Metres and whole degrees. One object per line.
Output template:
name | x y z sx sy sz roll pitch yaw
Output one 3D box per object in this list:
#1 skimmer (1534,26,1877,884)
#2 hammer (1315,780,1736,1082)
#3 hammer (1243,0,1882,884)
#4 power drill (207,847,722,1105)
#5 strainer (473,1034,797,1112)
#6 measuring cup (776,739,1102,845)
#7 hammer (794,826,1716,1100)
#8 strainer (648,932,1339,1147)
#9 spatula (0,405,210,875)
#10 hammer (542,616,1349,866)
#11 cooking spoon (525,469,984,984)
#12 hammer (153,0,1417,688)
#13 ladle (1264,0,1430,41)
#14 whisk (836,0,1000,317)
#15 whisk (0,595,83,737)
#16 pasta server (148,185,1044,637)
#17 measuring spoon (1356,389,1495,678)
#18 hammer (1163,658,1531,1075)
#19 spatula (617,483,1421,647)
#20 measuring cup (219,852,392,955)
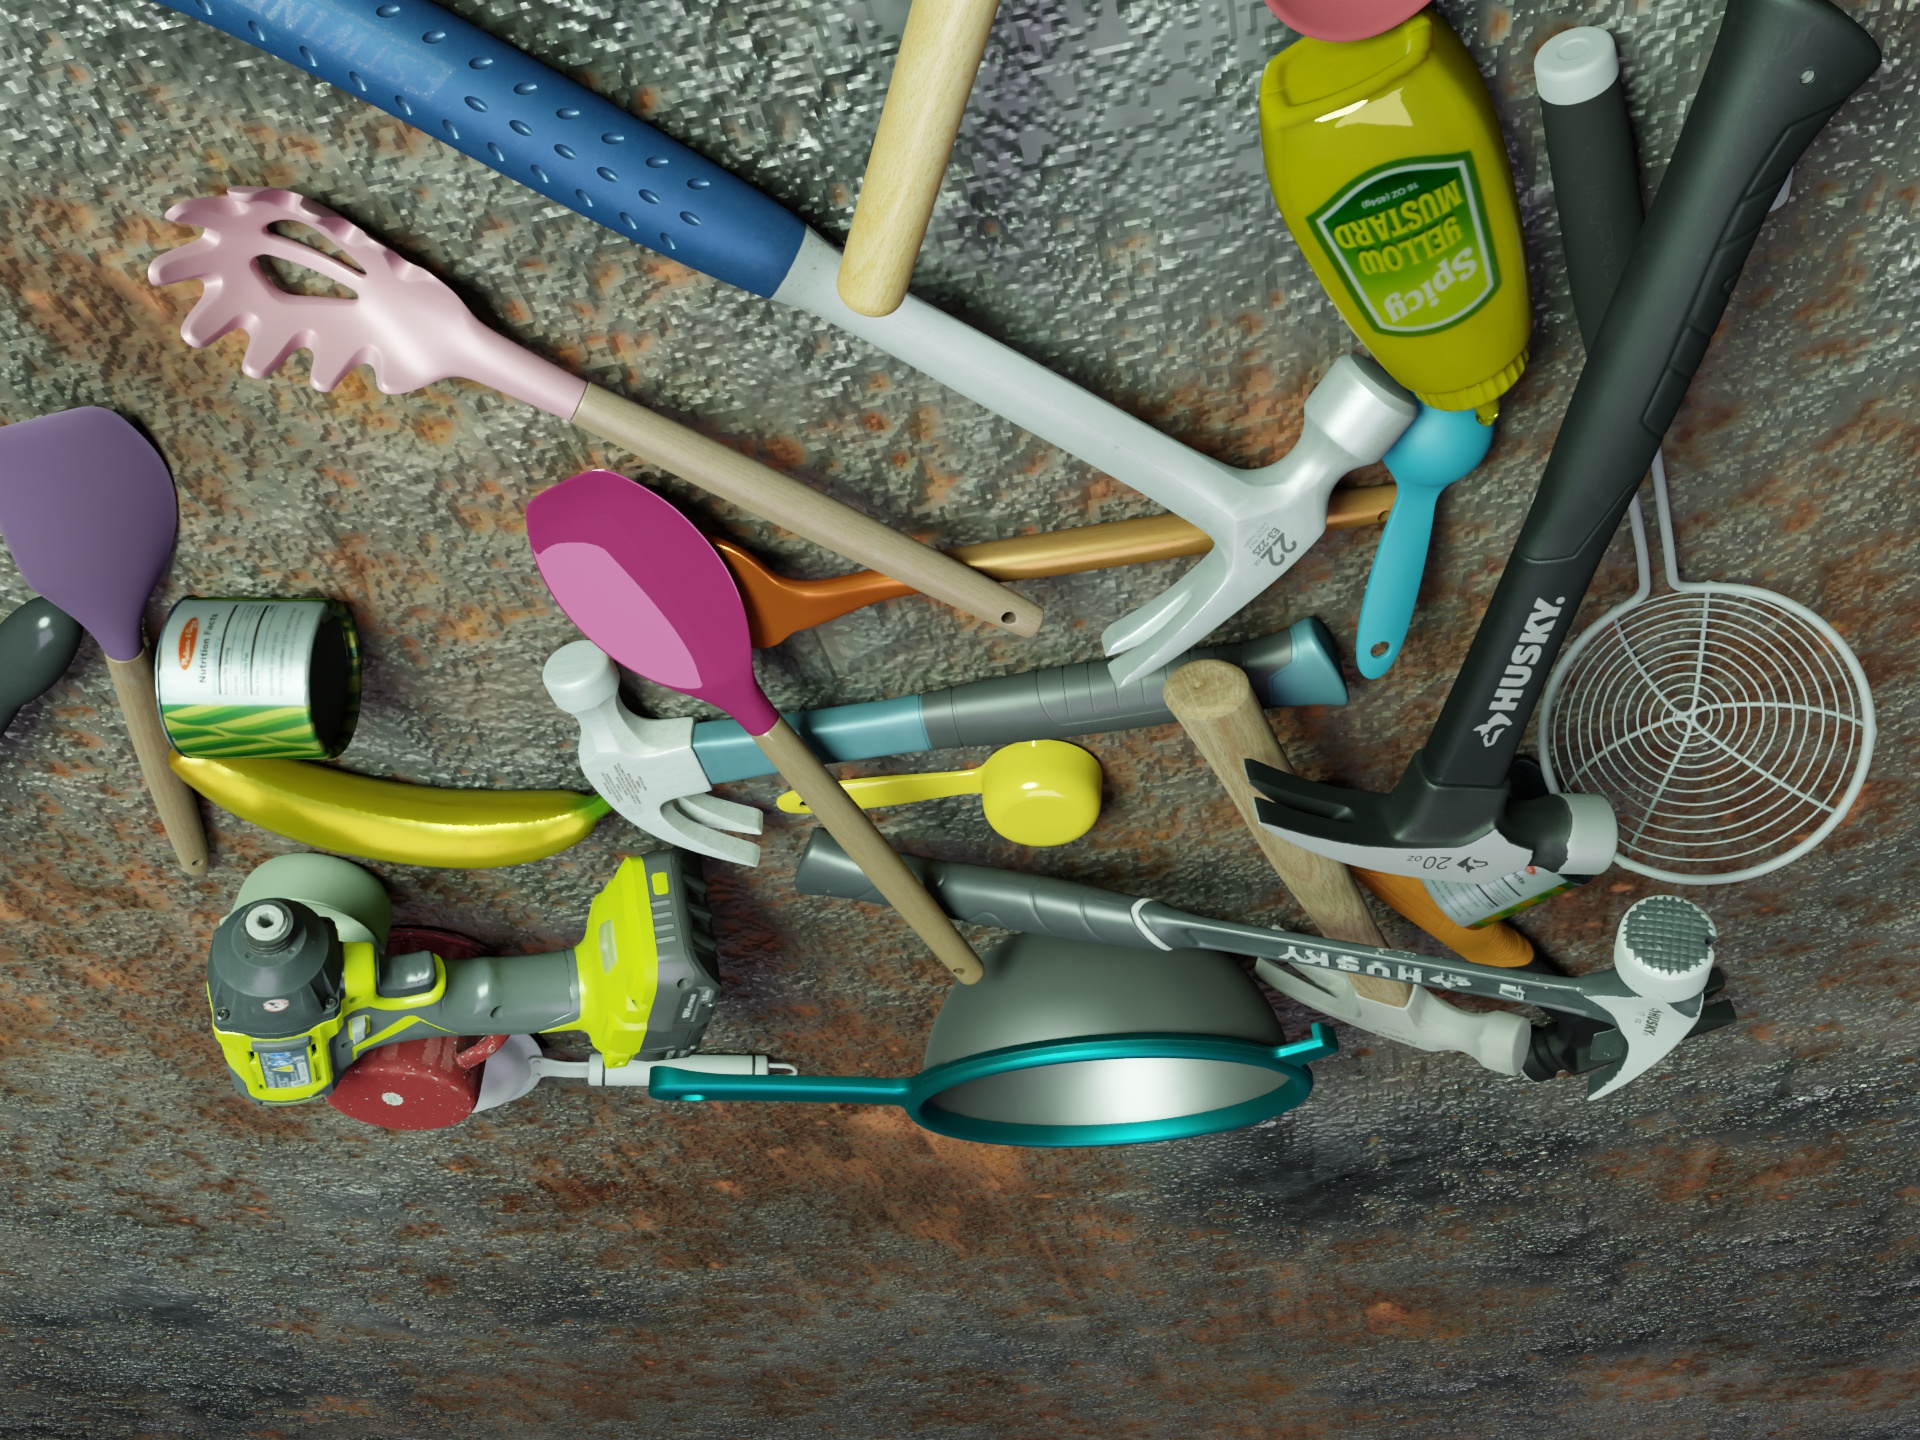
skimmer | 0.251 -0.067 0.563 0.127 0.090 0.362 -16 140 20
hammer | 0.282 0.112 0.843 0.127 0.034 0.336 -30 134 33
hammer | 0.196 -0.069 0.519 0.146 0.035 0.334 3 132 -6
power drill | -0.235 0.122 0.759 0.223 0.080 0.171 -4 151 -21
strainer | -0.228 0.212 0.961 0.258 0.050 0.086 2 128 -10
measuring cup | -0.011 0.041 0.749 0.156 0.029 0.062 -6 142 6
hammer | 0.110 0.097 0.719 0.409 0.036 0.149 8 150 21
strainer | 0.011 0.157 0.836 0.340 0.095 0.210 2 154 -6
spatula | -0.345 -0.016 0.671 0.060 0.018 0.315 -23 155 -29
hammer | -0.001 -0.002 0.686 0.331 0.033 0.128 -8 135 8
cooking spoon | -0.069 0.018 0.667 0.069 0.017 0.318 -21 128 20
hammer | -0.048 -0.134 0.500 0.405 0.035 0.144 23 121 -25
ladle | 0.132 -0.294 0.322 0.069 0.031 0.315 5 140 -12
whisk | 0.011 -0.208 0.395 0.051 0.047 0.244 18 132 -6
whisk | -0.455 0.027 0.707 0.070 0.070 0.284 31 128 -34
pasta server | -0.106 -0.093 0.544 0.316 0.040 0.060 24 121 -20
measuring spoon | 0.170 -0.065 0.593 0.042 0.021 0.128 -1 125 -8
hammer | 0.164 0.074 0.728 0.130 0.031 0.331 10 153 37
spatula | 0.013 -0.068 0.616 0.322 0.041 0.080 -8 141 3
measuring cup | -0.350 0.124 0.840 0.083 0.038 0.167 19 137 -21
